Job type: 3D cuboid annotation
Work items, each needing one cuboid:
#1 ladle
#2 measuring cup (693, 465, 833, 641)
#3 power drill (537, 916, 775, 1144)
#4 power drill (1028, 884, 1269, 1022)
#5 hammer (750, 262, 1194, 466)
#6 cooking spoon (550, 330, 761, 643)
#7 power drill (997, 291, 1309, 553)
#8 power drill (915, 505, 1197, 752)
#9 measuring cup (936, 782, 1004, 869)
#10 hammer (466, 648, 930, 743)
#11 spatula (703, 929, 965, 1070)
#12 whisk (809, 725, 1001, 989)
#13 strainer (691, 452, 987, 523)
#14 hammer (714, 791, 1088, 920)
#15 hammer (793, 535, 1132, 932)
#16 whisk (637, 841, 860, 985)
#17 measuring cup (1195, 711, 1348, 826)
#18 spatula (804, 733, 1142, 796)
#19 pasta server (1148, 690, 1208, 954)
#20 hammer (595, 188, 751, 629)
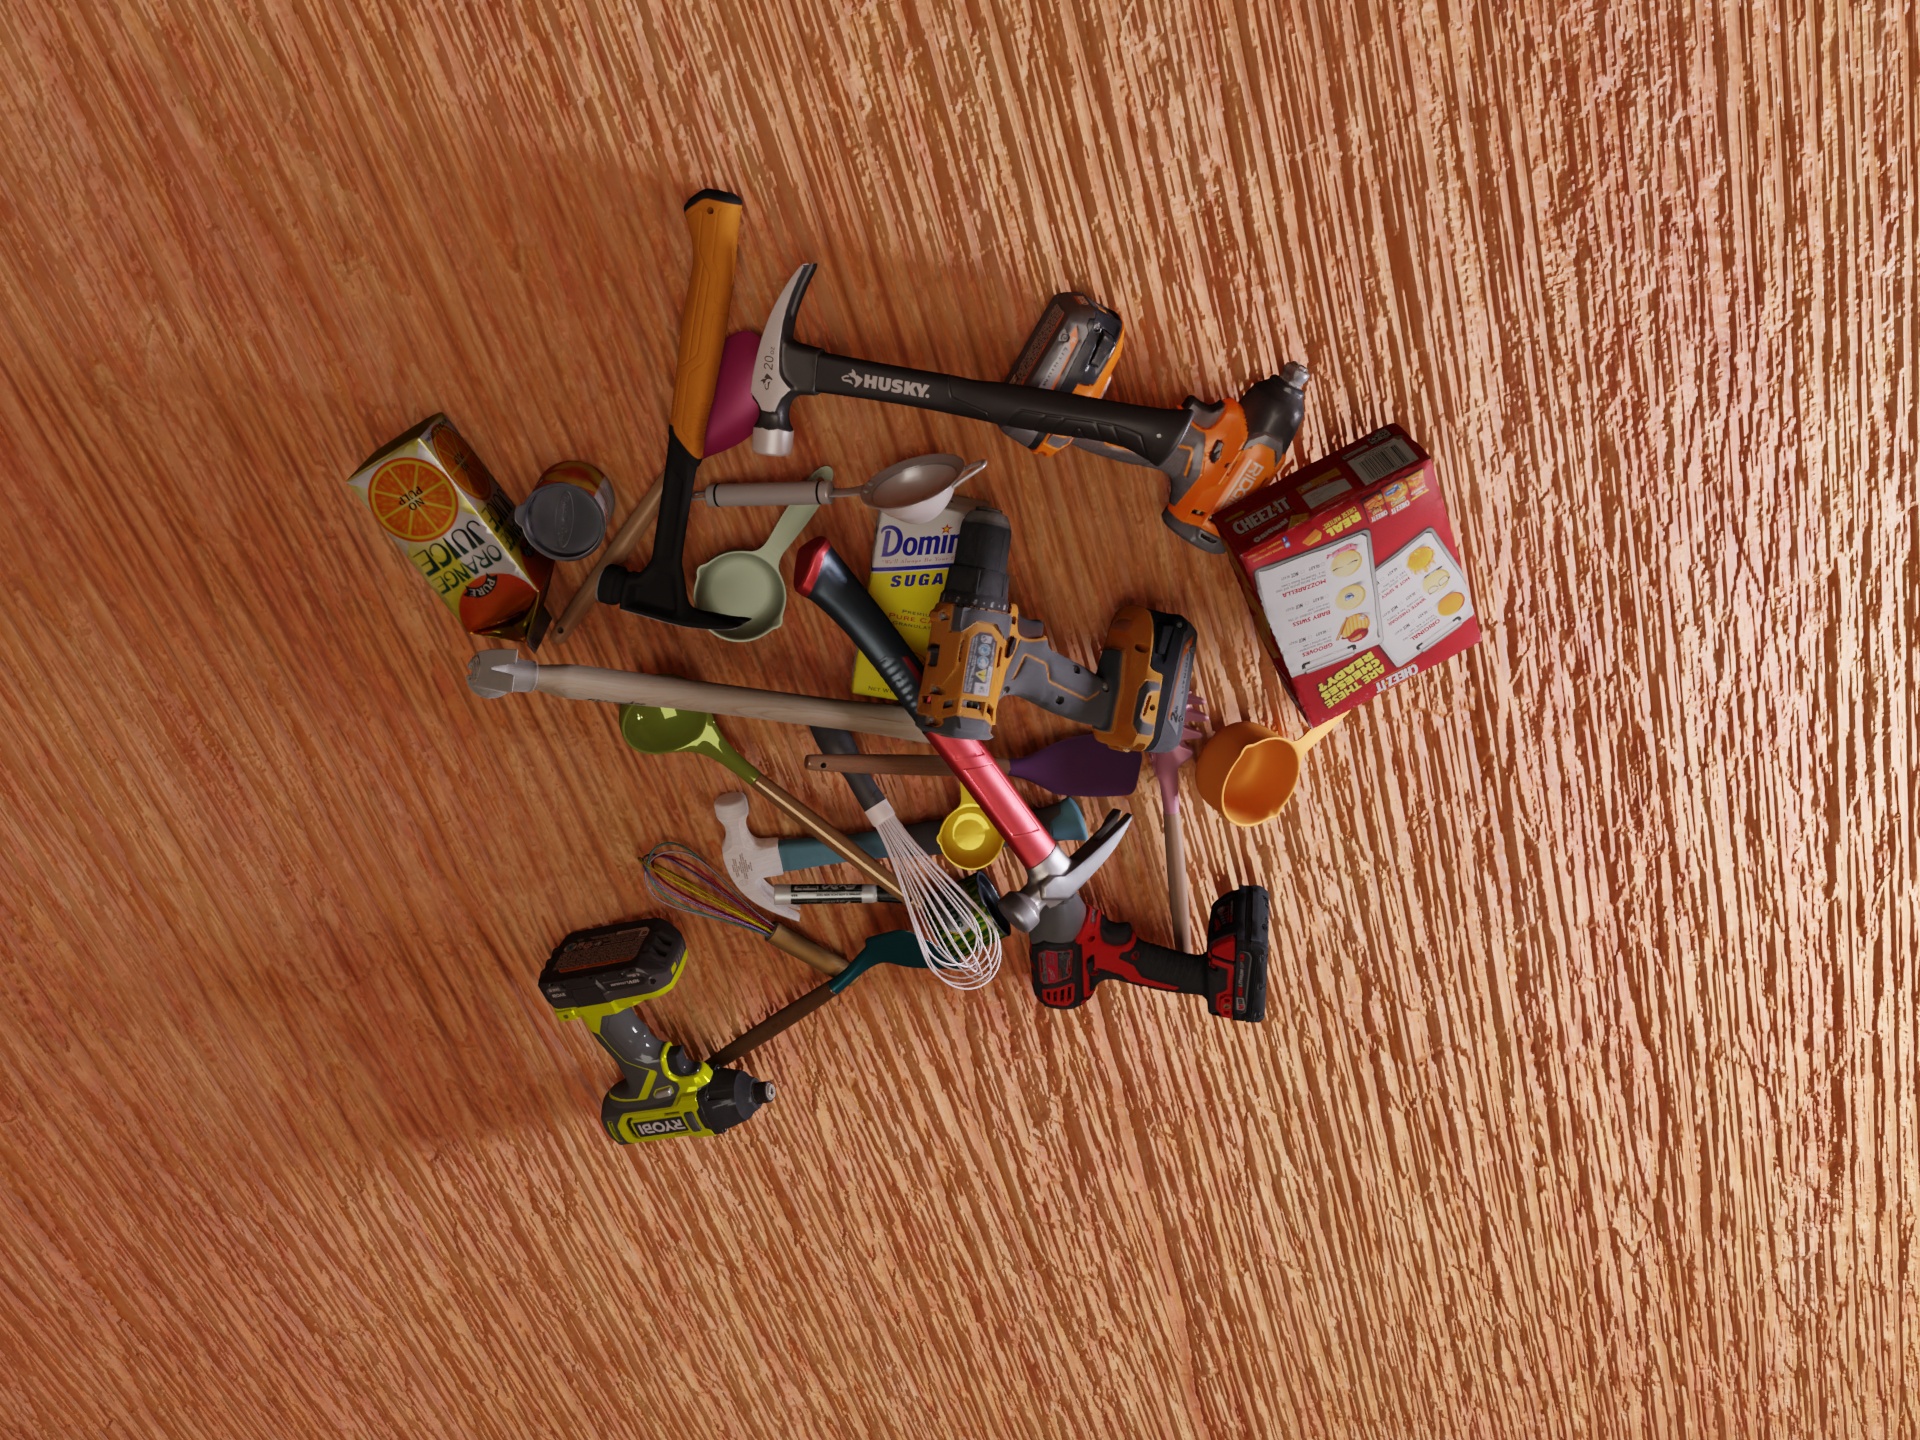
[{"bbox_3d":[-0.159,0.071,1.382,0.320,0.062,0.078,39,104,-9],"label":"ladle"},{"bbox_3d":[-0.158,-0.142,1.319,0.083,0.038,0.167,35,94,-15],"label":"measuring cup"},{"bbox_3d":[-0.285,0.299,1.495,0.171,0.080,0.223,-12,119,16],"label":"power drill"},{"bbox_3d":[0.171,0.205,1.463,0.219,0.079,0.143,2,126,10],"label":"power drill"},{"bbox_3d":[0.007,-0.247,1.190,0.335,0.035,0.146,12,110,10],"label":"hammer"},{"bbox_3d":[-0.248,-0.181,1.293,0.069,0.017,0.319,41,112,1],"label":"cooking spoon"},{"bbox_3d":[0.158,-0.247,1.255,0.226,0.084,0.164,24,113,-19],"label":"power drill"},{"bbox_3d":[0.079,-0.067,1.302,0.226,0.084,0.185,8,92,-25],"label":"power drill"},{"bbox_3d":[0.007,0.053,1.408,0.062,0.029,0.156,-2,89,-4],"label":"measuring cup"},{"bbox_3d":[-0.181,-0.016,1.290,0.410,0.146,0.038,7,88,-24],"label":"hammer"},{"bbox_3d":[-0.138,0.270,1.494,0.317,0.044,0.082,-35,129,25],"label":"spatula"},{"bbox_3d":[-0.052,0.107,1.388,0.070,0.070,0.284,-32,87,13],"label":"whisk"},{"bbox_3d":[-0.099,-0.180,1.265,0.258,0.087,0.050,1,127,18],"label":"strainer"},{"bbox_3d":[-0.050,0.109,1.446,0.331,0.033,0.128,-7,116,0],"label":"hammer"},{"bbox_3d":[-0.002,-0.004,1.328,0.143,0.038,0.386,-43,113,-15],"label":"hammer"},{"bbox_3d":[-0.194,0.183,1.477,0.244,0.051,0.047,33,146,-22],"label":"whisk"},{"bbox_3d":[0.281,0.017,1.414,0.173,0.052,0.095,-41,129,-11],"label":"measuring cup"},{"bbox_3d":[0.017,0.038,1.379,0.315,0.018,0.059,1,108,-23],"label":"spatula"},{"bbox_3d":[0.200,0.109,1.457,0.060,0.040,0.316,-22,121,-24],"label":"pasta server"},{"bbox_3d":[-0.203,-0.237,1.237,0.127,0.034,0.336,15,109,11],"label":"hammer"}]
